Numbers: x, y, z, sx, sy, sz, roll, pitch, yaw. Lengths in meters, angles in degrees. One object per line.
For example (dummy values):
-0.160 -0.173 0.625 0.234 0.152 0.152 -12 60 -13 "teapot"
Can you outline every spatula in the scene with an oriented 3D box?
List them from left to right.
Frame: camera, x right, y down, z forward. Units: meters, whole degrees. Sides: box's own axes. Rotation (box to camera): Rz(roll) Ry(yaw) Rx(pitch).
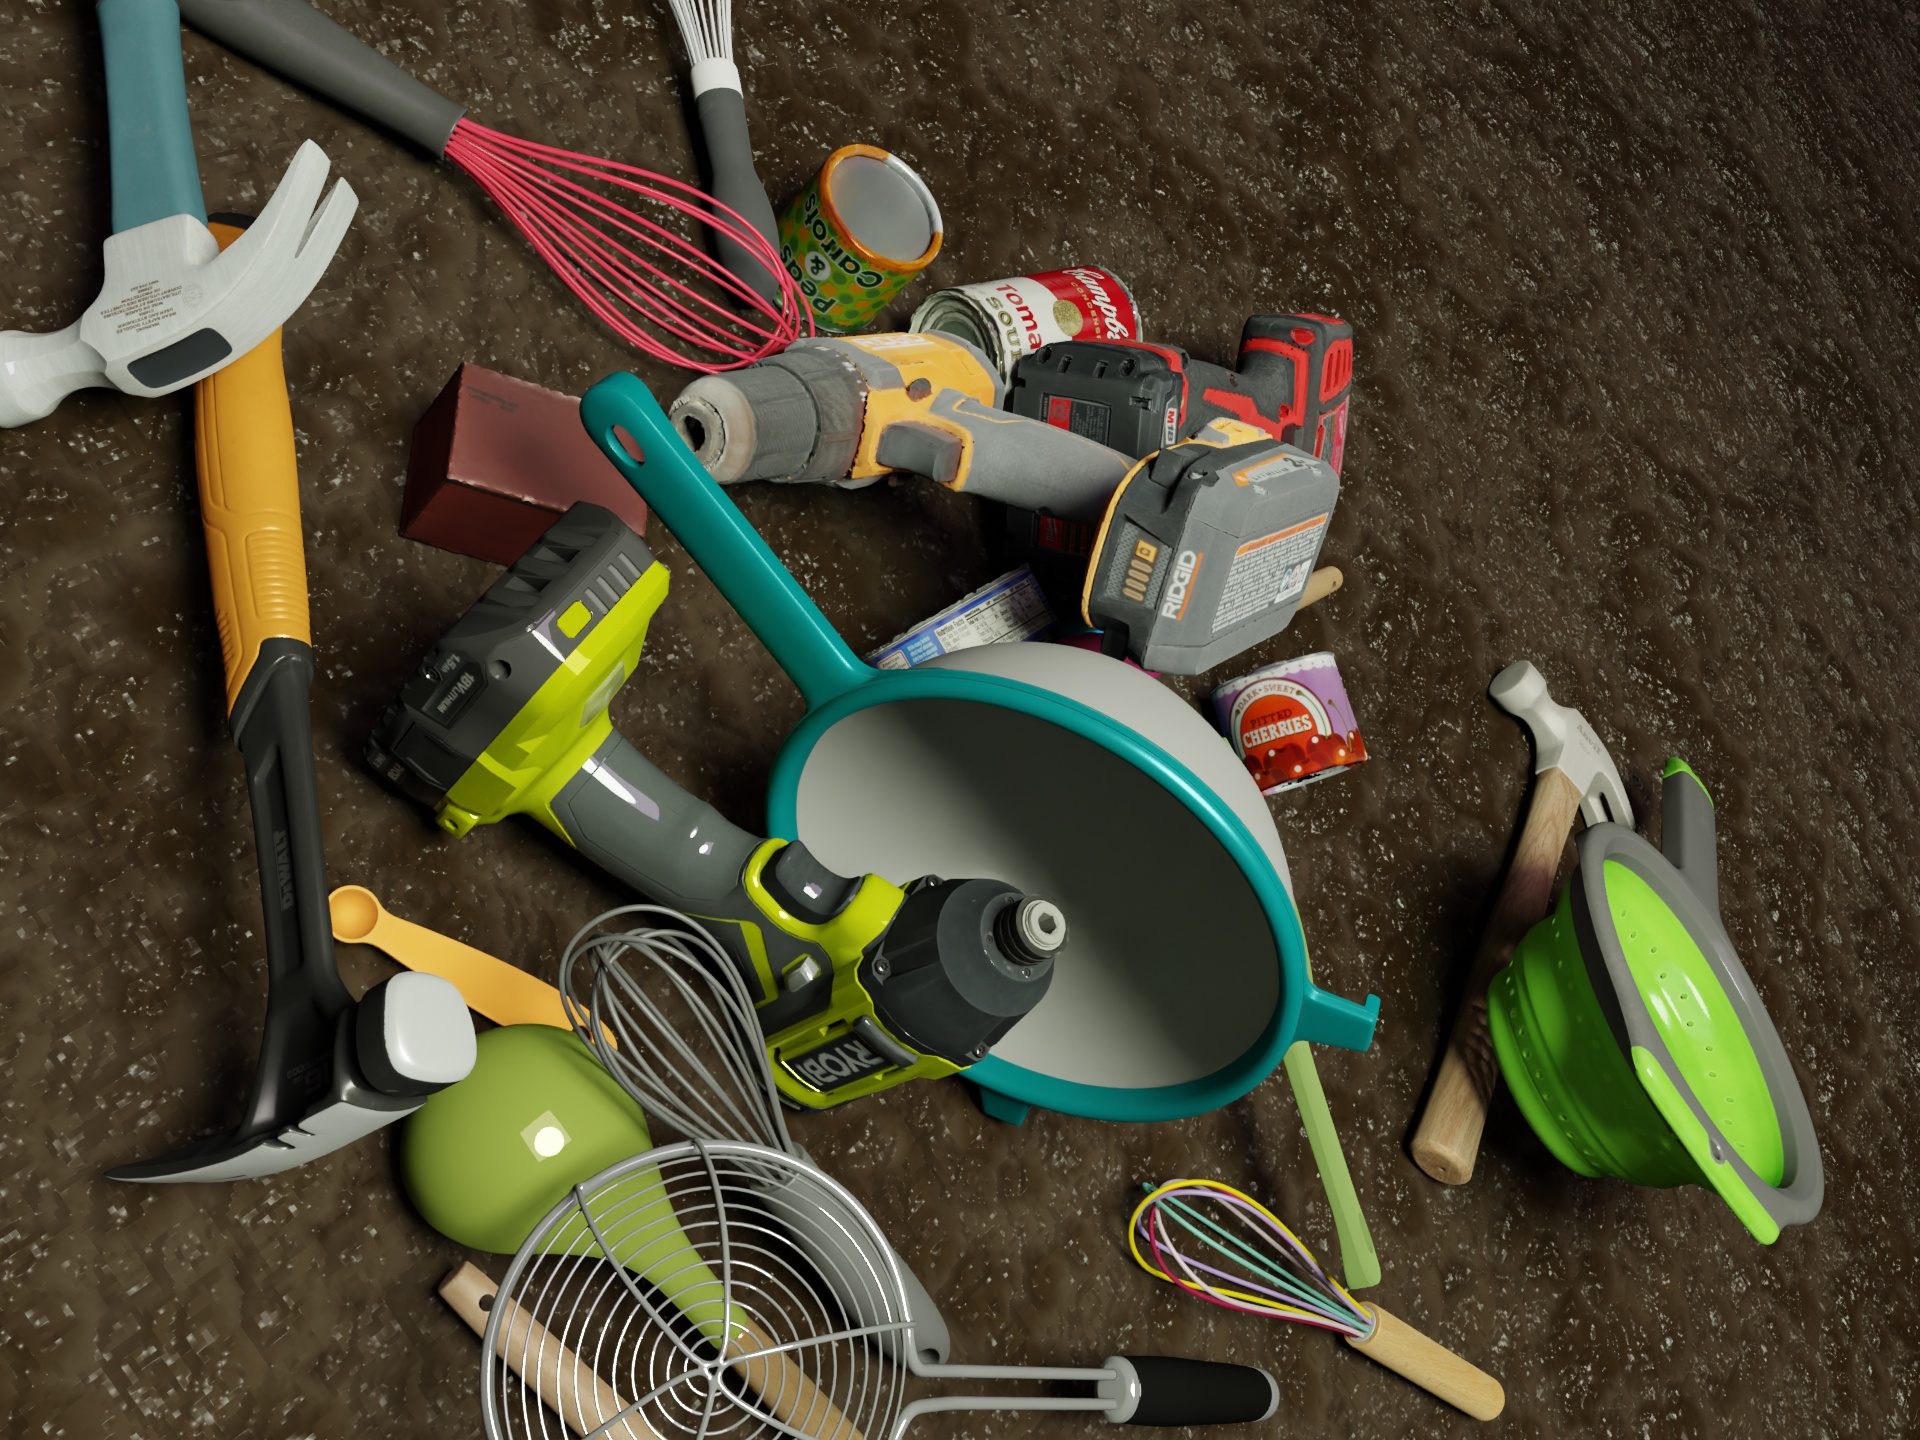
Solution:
-0.062 0.294 0.545 0.315 0.018 0.060 48 50 -12 "spatula"

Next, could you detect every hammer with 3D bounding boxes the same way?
-0.296 -0.263 0.567 0.128 0.033 0.331 -16 71 1 "hammer"
-0.229 -0.025 0.515 0.034 0.127 0.337 23 45 -55 "hammer"
0.314 0.116 0.896 0.130 0.031 0.331 44 52 -13 "hammer"

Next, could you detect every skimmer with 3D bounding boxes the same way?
0.001 0.233 0.571 0.363 0.090 0.127 30 62 -48 "skimmer"

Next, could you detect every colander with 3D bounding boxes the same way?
0.360 0.128 0.860 0.204 0.094 0.397 53 32 -6 "colander"

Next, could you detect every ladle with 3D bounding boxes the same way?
-0.071 0.231 0.558 0.320 0.062 0.078 53 47 -16 "ladle"

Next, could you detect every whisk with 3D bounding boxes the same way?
-0.188 -0.227 0.647 0.295 0.073 0.073 29 56 -18 "whisk"
-0.121 -0.325 0.742 0.070 0.070 0.285 -5 79 -38 "whisk"
-0.060 0.154 0.551 0.055 0.055 0.238 -55 128 -38 "whisk"
0.164 0.266 0.719 0.244 0.051 0.047 36 74 -25 "whisk"

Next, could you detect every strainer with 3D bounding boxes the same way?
-0.001 -0.002 0.587 0.340 0.211 0.095 51 45 -13 "strainer"
0.117 0.130 0.710 0.151 0.069 0.256 1 71 -68 "strainer"

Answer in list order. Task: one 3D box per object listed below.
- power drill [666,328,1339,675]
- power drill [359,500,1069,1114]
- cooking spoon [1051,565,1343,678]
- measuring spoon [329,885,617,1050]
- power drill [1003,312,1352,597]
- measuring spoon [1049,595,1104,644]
0.013 -0.097 0.630 0.226 0.084 0.185 27 26 24 "power drill"
-0.079 0.039 0.543 0.223 0.171 0.080 42 51 -12 "power drill"
0.110 -0.036 0.781 0.319 0.017 0.068 -24 123 -46 "cooking spoon"
-0.170 0.092 0.556 0.116 0.011 0.021 35 53 -25 "measuring spoon"
0.122 -0.128 0.800 0.219 0.079 0.143 -18 119 -46 "power drill"
0.095 -0.014 0.784 0.128 0.021 0.042 43 65 -20 "measuring spoon"
